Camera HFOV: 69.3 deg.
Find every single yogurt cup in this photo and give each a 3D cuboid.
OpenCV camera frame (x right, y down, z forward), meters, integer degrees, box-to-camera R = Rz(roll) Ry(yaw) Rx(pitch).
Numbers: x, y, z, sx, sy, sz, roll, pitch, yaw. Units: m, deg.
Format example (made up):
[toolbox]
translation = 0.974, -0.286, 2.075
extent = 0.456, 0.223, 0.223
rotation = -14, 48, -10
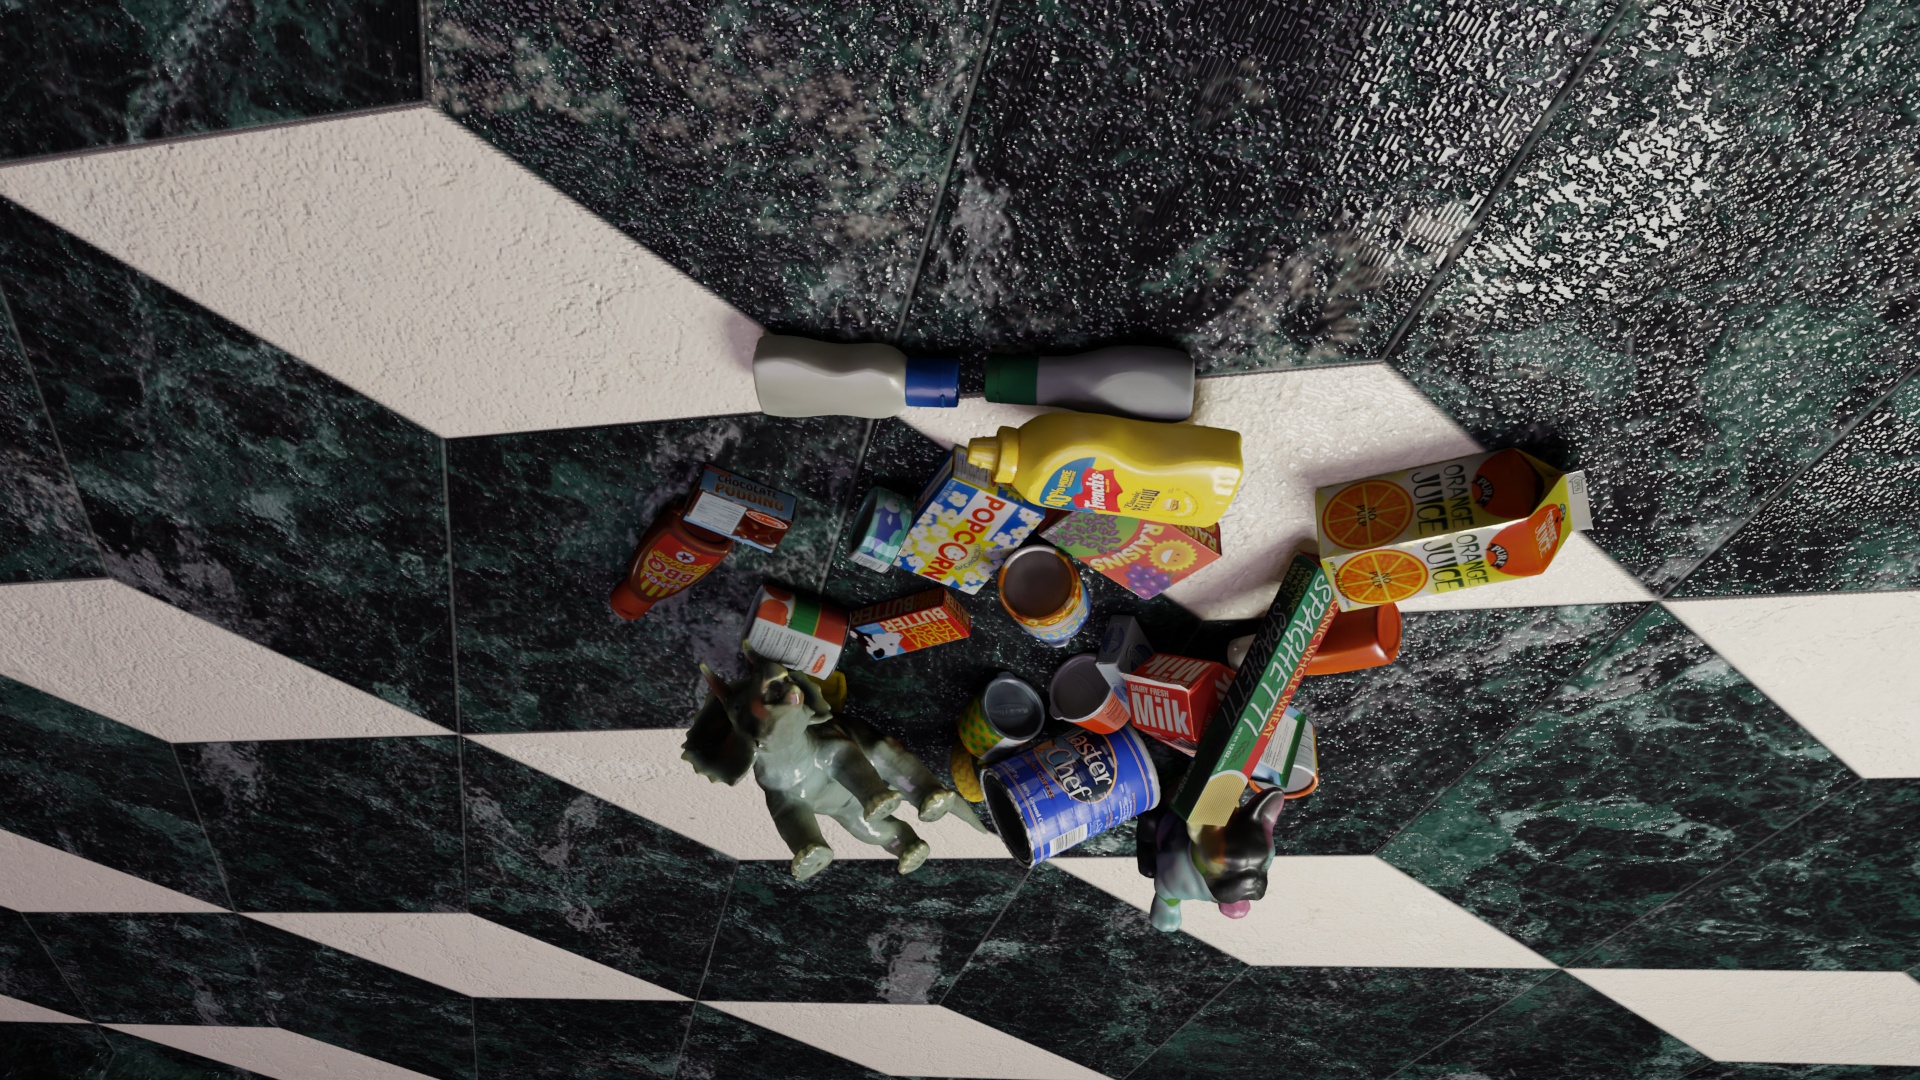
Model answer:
[yogurt cup]
translation = 0.125, 0.145, 1.289
extent = 0.072, 0.073, 0.054
rotation = -20, 141, 29

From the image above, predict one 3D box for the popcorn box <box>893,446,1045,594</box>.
[popcorn box]
translation = 0.004, -0.014, 1.134
extent = 0.085, 0.038, 0.126
rotation = 21, 139, -18

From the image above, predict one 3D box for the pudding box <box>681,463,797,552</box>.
[pudding box]
translation = -0.184, -0.026, 1.156
extent = 0.084, 0.030, 0.049
rotation = 21, 137, -17

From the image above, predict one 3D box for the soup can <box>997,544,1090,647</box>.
[soup can]
translation = 0.071, 0.047, 1.149
extent = 0.071, 0.071, 0.083
rotation = -3, 165, 12

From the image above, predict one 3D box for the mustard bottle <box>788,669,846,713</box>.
[mustard bottle]
translation = -0.160, 0.180, 1.385
extent = 0.065, 0.049, 0.159
rotation = 14, 141, -14

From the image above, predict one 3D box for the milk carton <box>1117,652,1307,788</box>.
[milk carton]
translation = 0.222, 0.154, 1.236
extent = 0.072, 0.073, 0.190
rotation = 6, 161, 48

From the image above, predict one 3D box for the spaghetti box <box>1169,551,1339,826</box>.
[spaghetti box]
translation = 0.250, 0.126, 1.158
extent = 0.050, 0.029, 0.249
rotation = 14, 107, -37

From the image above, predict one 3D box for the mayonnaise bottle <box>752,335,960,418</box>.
[mayonnaise bottle]
translation = -0.075, -0.118, 1.020
extent = 0.148, 0.041, 0.064
rotation = 3, 142, 4

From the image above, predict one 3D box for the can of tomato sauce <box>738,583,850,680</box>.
[can of tomato sauce]
translation = -0.150, 0.081, 1.253
extent = 0.083, 0.071, 0.070
rotation = 20, 139, -14

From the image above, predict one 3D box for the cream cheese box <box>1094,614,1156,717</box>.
[cream cheese box]
translation = 0.156, 0.117, 1.254
extent = 0.024, 0.053, 0.103
rotation = 0, 143, 33

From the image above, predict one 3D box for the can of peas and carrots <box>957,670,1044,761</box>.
[can of peas and carrots]
translation = 0.037, 0.169, 1.328
extent = 0.071, 0.071, 0.058
rotation = 21, 143, -16

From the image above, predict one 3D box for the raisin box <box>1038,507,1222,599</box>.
[raisin box]
translation = 0.137, -0.009, 1.119
extent = 0.123, 0.040, 0.085
rotation = 30, 135, -26

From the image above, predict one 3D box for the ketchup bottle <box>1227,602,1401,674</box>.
[ketchup bottle]
translation = 0.302, 0.088, 1.196
extent = 0.148, 0.065, 0.043
rotation = -18, 126, 40

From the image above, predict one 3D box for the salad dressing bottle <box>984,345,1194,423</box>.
[salad dressing bottle]
translation = 0.092, -0.113, 0.998
extent = 0.148, 0.044, 0.064
rotation = 4, 148, 6

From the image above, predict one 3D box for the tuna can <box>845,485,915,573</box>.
[tuna can]
translation = -0.065, -0.012, 1.129
extent = 0.033, 0.071, 0.070
rotation = 23, 138, -16

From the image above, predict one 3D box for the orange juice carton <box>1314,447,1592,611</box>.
[orange juice carton]
translation = 0.374, -0.011, 1.053
extent = 0.192, 0.073, 0.071
rotation = -13, 136, 22

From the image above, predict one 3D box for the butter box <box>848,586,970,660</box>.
[butter box]
translation = -0.046, 0.076, 1.261
extent = 0.103, 0.024, 0.053
rotation = -16, 136, 26

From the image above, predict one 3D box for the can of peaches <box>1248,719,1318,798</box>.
[can of peaches]
translation = 0.310, 0.210, 1.341
extent = 0.071, 0.058, 0.071
rotation = 4, 140, 4

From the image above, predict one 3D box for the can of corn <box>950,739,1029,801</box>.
[can of corn]
translation = 0.030, 0.223, 1.395
extent = 0.058, 0.071, 0.071
rotation = -21, 133, 31

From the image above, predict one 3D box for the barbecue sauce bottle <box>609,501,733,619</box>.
[barbecue sauce bottle]
translation = -0.259, 0.022, 1.214
extent = 0.065, 0.044, 0.148
rotation = 28, 137, -25
